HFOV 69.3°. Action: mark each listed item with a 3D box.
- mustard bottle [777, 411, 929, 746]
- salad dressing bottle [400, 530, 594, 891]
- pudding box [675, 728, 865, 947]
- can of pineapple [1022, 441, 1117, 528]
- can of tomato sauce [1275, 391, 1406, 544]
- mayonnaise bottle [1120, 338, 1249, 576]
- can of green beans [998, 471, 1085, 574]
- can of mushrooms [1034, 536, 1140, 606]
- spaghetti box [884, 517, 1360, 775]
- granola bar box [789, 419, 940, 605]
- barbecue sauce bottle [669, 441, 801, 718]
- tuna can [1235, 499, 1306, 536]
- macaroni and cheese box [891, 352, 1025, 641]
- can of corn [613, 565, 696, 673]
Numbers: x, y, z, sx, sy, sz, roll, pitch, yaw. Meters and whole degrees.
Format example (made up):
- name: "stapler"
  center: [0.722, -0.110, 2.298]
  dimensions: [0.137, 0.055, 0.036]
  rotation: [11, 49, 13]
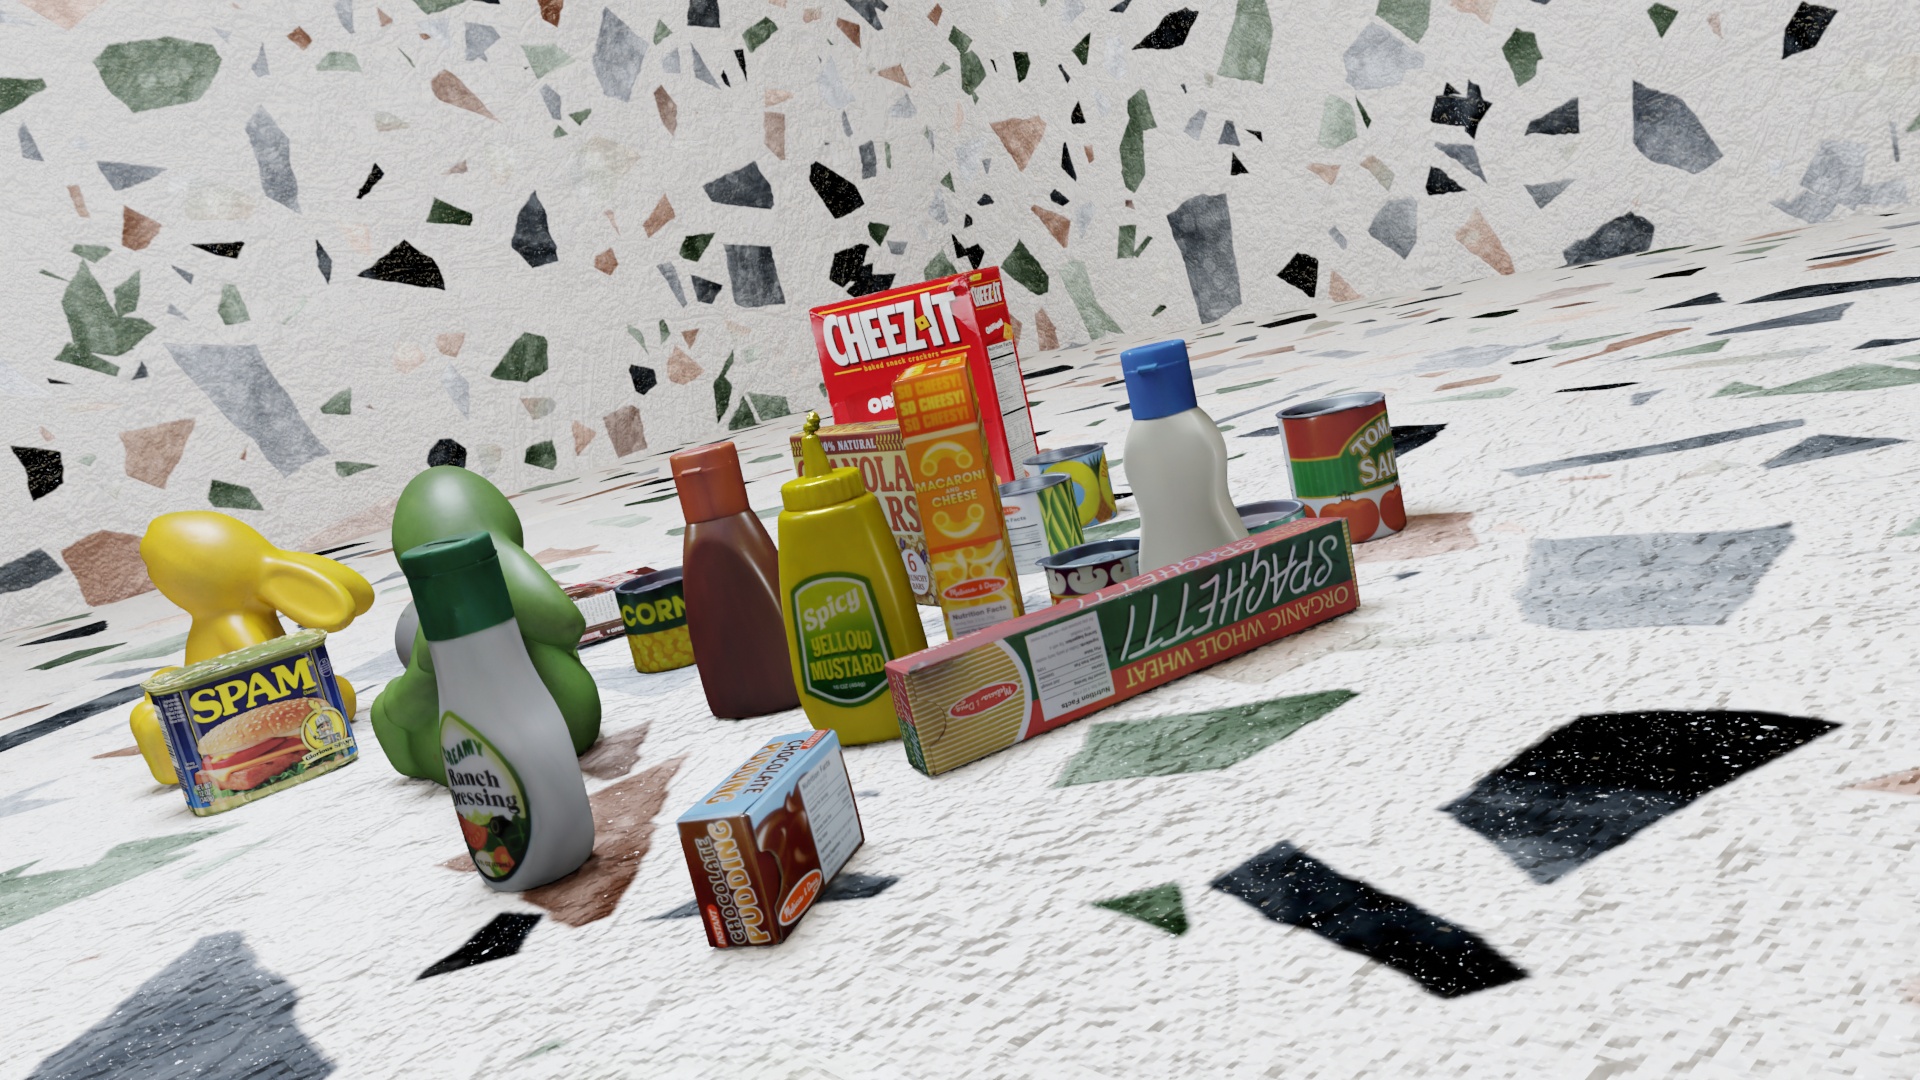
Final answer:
- name: "mustard bottle"
  center: [-0.058, 0.017, 0.666]
  dimensions: [0.065, 0.160, 0.049]
  rotation: [-11, 10, 13]
- name: "salad dressing bottle"
  center: [-0.196, 0.071, 0.583]
  dimensions: [0.064, 0.147, 0.044]
  rotation: [-6, 12, 37]
- name: "pudding box"
  center: [-0.067, 0.106, 0.507]
  dimensions: [0.030, 0.049, 0.084]
  rotation: [-10, 10, 19]
- name: "can of pineapple"
  center: [0.089, -0.042, 1.102]
  dimensions: [0.071, 0.057, 0.071]
  rotation: [-13, 10, 2]
- name: "can of tomato sauce"
  center: [0.236, -0.044, 0.855]
  dimensions: [0.071, 0.083, 0.071]
  rotation: [-13, 10, 2]
- name: "mayonnaise bottle"
  center: [0.120, -0.035, 0.763]
  dimensions: [0.064, 0.147, 0.041]
  rotation: [-9, 10, 24]
- name: "can of green beans"
  center: [0.052, -0.012, 0.983]
  dimensions: [0.071, 0.057, 0.071]
  rotation: [-13, 10, 2]
- name: "can of mushrooms"
  center: [0.082, 0.022, 0.827]
  dimensions: [0.071, 0.033, 0.071]
  rotation: [-13, 10, 2]
- name: "spaghetti box"
  center: [0.084, 0.044, 0.654]
  dimensions: [0.251, 0.050, 0.028]
  rotation: [-18, 11, -25]
- name: "granola bar box"
  center: [-0.055, -0.021, 0.978]
  dimensions: [0.039, 0.124, 0.165]
  rotation: [-19, 12, -33]
- name: "barbecue sauce bottle"
  center: [-0.124, 0.021, 0.763]
  dimensions: [0.065, 0.148, 0.044]
  rotation: [-10, 10, 17]
- name: "tuna can"
  center: [0.176, -0.001, 0.834]
  dimensions: [0.071, 0.032, 0.071]
  rotation: [-13, 10, 2]
- name: "macaroni and cheese box"
  center: [0.003, -0.009, 0.718]
  dimensions: [0.040, 0.166, 0.124]
  rotation: [-13, 10, 3]
- name: "can of corn"
  center: [-0.195, 0.053, 0.939]
  dimensions: [0.071, 0.058, 0.071]
  rotation: [-13, 10, 2]
